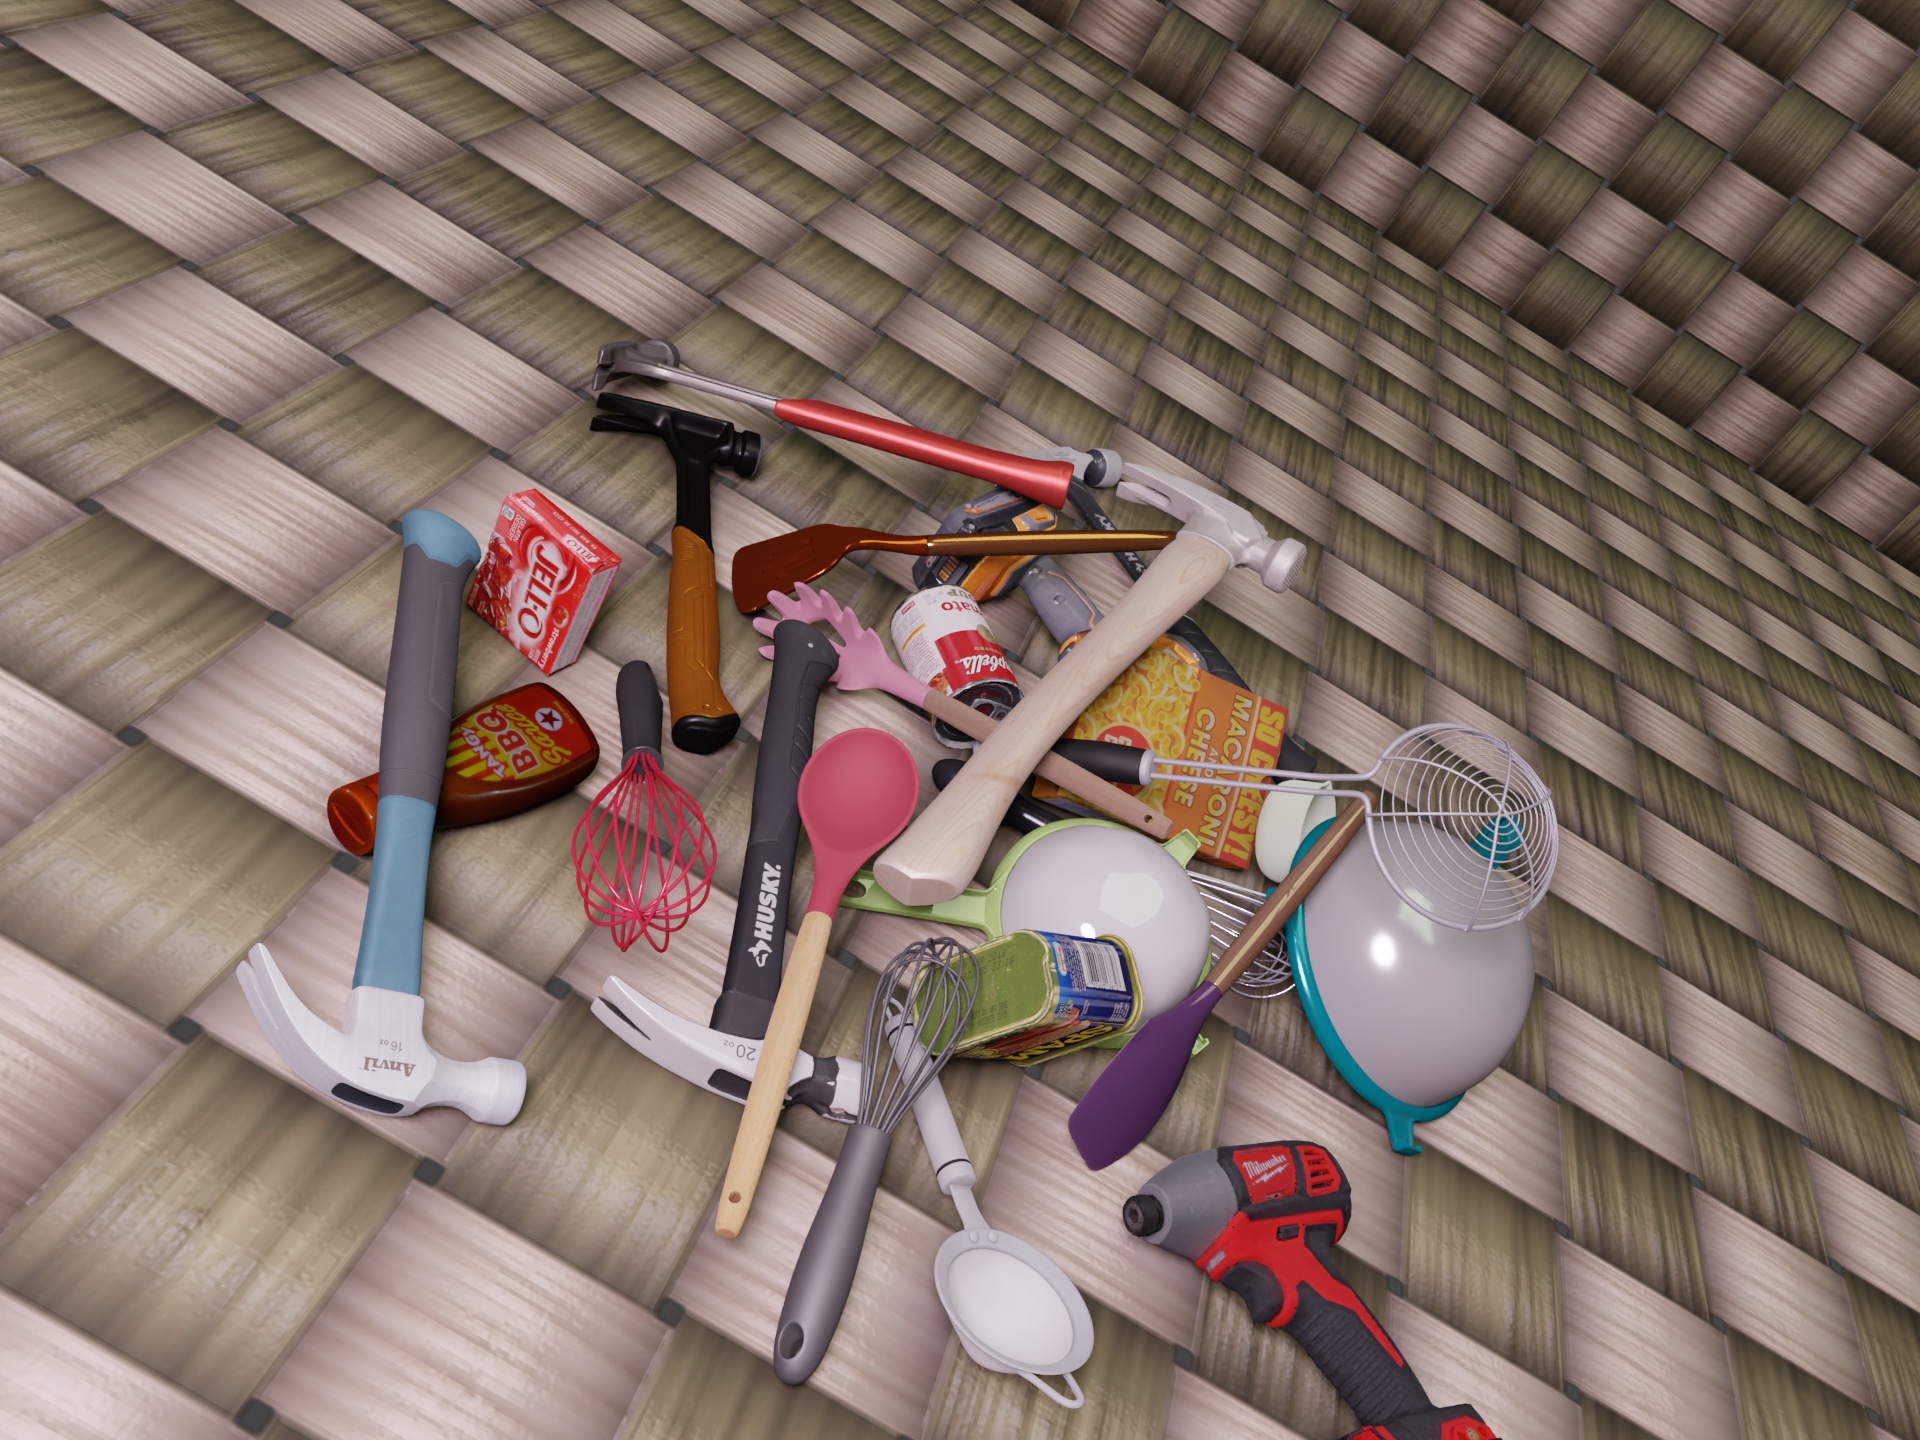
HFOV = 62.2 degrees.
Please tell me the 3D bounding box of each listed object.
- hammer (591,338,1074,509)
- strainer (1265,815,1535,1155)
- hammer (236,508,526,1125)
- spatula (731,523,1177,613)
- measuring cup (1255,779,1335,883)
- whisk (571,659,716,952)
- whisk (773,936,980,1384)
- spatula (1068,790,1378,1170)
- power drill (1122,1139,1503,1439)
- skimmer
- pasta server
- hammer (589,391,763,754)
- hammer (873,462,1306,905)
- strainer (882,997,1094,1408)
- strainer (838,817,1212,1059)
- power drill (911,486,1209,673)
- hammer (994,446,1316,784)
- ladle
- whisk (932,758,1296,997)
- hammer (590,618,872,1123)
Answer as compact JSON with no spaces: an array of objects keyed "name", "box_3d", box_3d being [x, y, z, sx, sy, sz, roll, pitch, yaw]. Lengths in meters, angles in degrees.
[{"name":"hammer","box_3d":[-0.091,-0.224,1.200,0.359,0.036,0.149,16,18,1]},{"name":"strainer","box_3d":[0.354,0.130,1.100,0.340,0.095,0.211,-30,92,-46]},{"name":"hammer","box_3d":[-0.271,0.031,0.787,0.128,0.033,0.331,18,50,-33]},{"name":"spatula","box_3d":[-0.001,-0.118,1.138,0.322,0.041,0.081,-2,39,-10]},{"name":"measuring cup","box_3d":[0.255,0.091,1.165,0.038,0.083,0.167,10,-11,29]},{"name":"whisk","box_3d":[-0.173,0.032,0.866,0.073,0.073,0.296,19,20,-20]},{"name":"whisk","box_3d":[-0.042,0.205,0.779,0.055,0.055,0.239,27,53,-9]},{"name":"spatula","box_3d":[0.167,0.146,0.959,0.316,0.018,0.059,-44,121,-29]},{"name":"power drill","box_3d":[0.178,0.321,0.828,0.143,0.078,0.220,6,41,-34]},{"name":"skimmer","box_3d":[0.184,0.049,1.006,0.363,0.090,0.127,6,66,28]},{"name":"pasta server","box_3d":[-0.002,-0.003,1.035,0.316,0.060,0.040,29,1,23]},{"name":"hammer","box_3d":[-0.190,-0.107,1.083,0.127,0.034,0.337,12,41,-22]},{"name":"hammer","box_3d":[0.070,-0.032,1.023,0.146,0.038,0.411,31,52,18]},{"name":"strainer","box_3d":[0.001,0.242,0.813,0.086,0.050,0.259,15,33,-33]},{"name":"strainer","box_3d":[0.045,0.108,0.954,0.256,0.069,0.152,11,60,-15]},{"name":"power drill","box_3d":[0.068,-0.066,1.206,0.226,0.084,0.185,45,38,9]},{"name":"hammer","box_3d":[0.173,-0.097,1.360,0.149,0.036,0.409,-4,50,-40]},{"name":"ladle","box_3d":[-0.079,0.124,0.832,0.069,0.031,0.316,9,45,5]},{"name":"whisk","box_3d":[0.107,0.099,1.056,0.284,0.070,0.070,28,35,2]},{"name":"hammer","box_3d":[-0.112,0.063,0.913,0.146,0.035,0.335,20,43,-18]}]
